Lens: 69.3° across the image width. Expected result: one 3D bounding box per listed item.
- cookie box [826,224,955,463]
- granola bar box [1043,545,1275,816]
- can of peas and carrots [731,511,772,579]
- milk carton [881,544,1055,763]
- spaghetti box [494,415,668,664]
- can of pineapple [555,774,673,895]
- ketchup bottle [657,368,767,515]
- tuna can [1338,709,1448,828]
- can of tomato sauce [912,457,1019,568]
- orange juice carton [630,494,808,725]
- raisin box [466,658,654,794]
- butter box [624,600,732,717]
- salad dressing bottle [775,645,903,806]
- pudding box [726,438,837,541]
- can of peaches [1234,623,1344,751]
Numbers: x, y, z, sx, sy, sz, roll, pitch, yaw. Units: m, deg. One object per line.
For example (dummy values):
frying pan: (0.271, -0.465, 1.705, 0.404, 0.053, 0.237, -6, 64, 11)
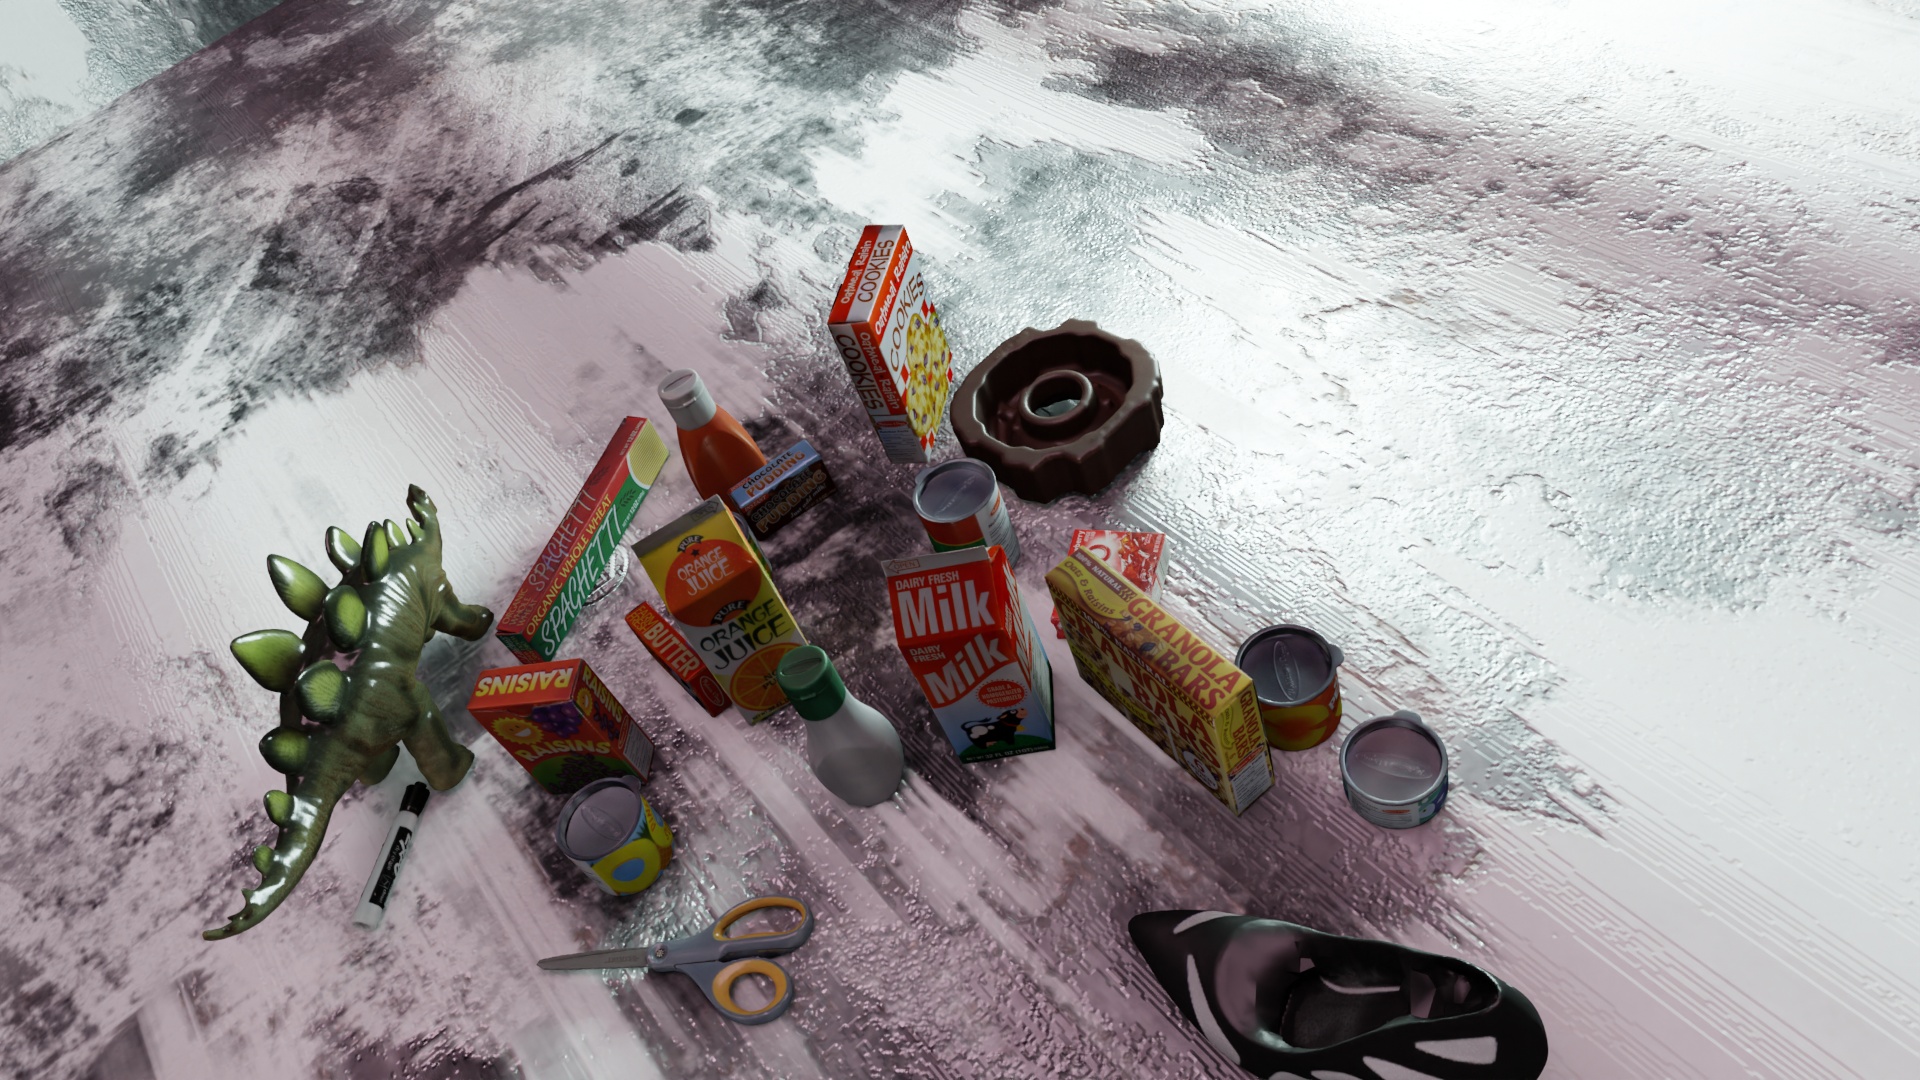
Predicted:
cookie box: (-0.056, -0.167, 1.191, 0.040, 0.166, 0.123, -1, 50, 20)
granola bar box: (0.133, 0.091, 0.924, 0.039, 0.123, 0.166, -37, 48, -13)
can of peas and carrots: (-0.198, 0.020, 1.153, 0.071, 0.058, 0.071, -10, 48, 12)
milk carton: (0.008, 0.069, 0.944, 0.072, 0.189, 0.074, -10, 48, 12)
spaghetti box: (-0.329, -0.003, 1.227, 0.028, 0.050, 0.251, 4, 52, 23)
can of pineapple: (-0.247, 0.213, 1.001, 0.071, 0.057, 0.071, -10, 48, 12)
ketchup bottle: (-0.210, -0.081, 1.184, 0.065, 0.148, 0.044, -32, 47, -8)
tuna can: (0.278, 0.146, 0.887, 0.071, 0.032, 0.071, -10, 48, 12)
can of tomato sauce: (0.004, -0.014, 1.092, 0.071, 0.082, 0.071, -10, 48, 12)
orange juice carton: (-0.172, 0.046, 1.028, 0.072, 0.191, 0.073, -30, 47, -7)
raisin box: (-0.296, 0.141, 1.037, 0.086, 0.122, 0.040, -7, 49, 14)
butter box: (-0.224, 0.094, 1.101, 0.024, 0.053, 0.104, -41, 49, -16)
salad dressing bottle: (-0.083, 0.128, 0.955, 0.064, 0.147, 0.044, -17, 47, 6)
pudding box: (-0.153, -0.044, 1.199, 0.084, 0.049, 0.030, -35, 48, -11)
can of peaches: (0.223, 0.099, 0.931, 0.071, 0.057, 0.071, -10, 48, 12)
